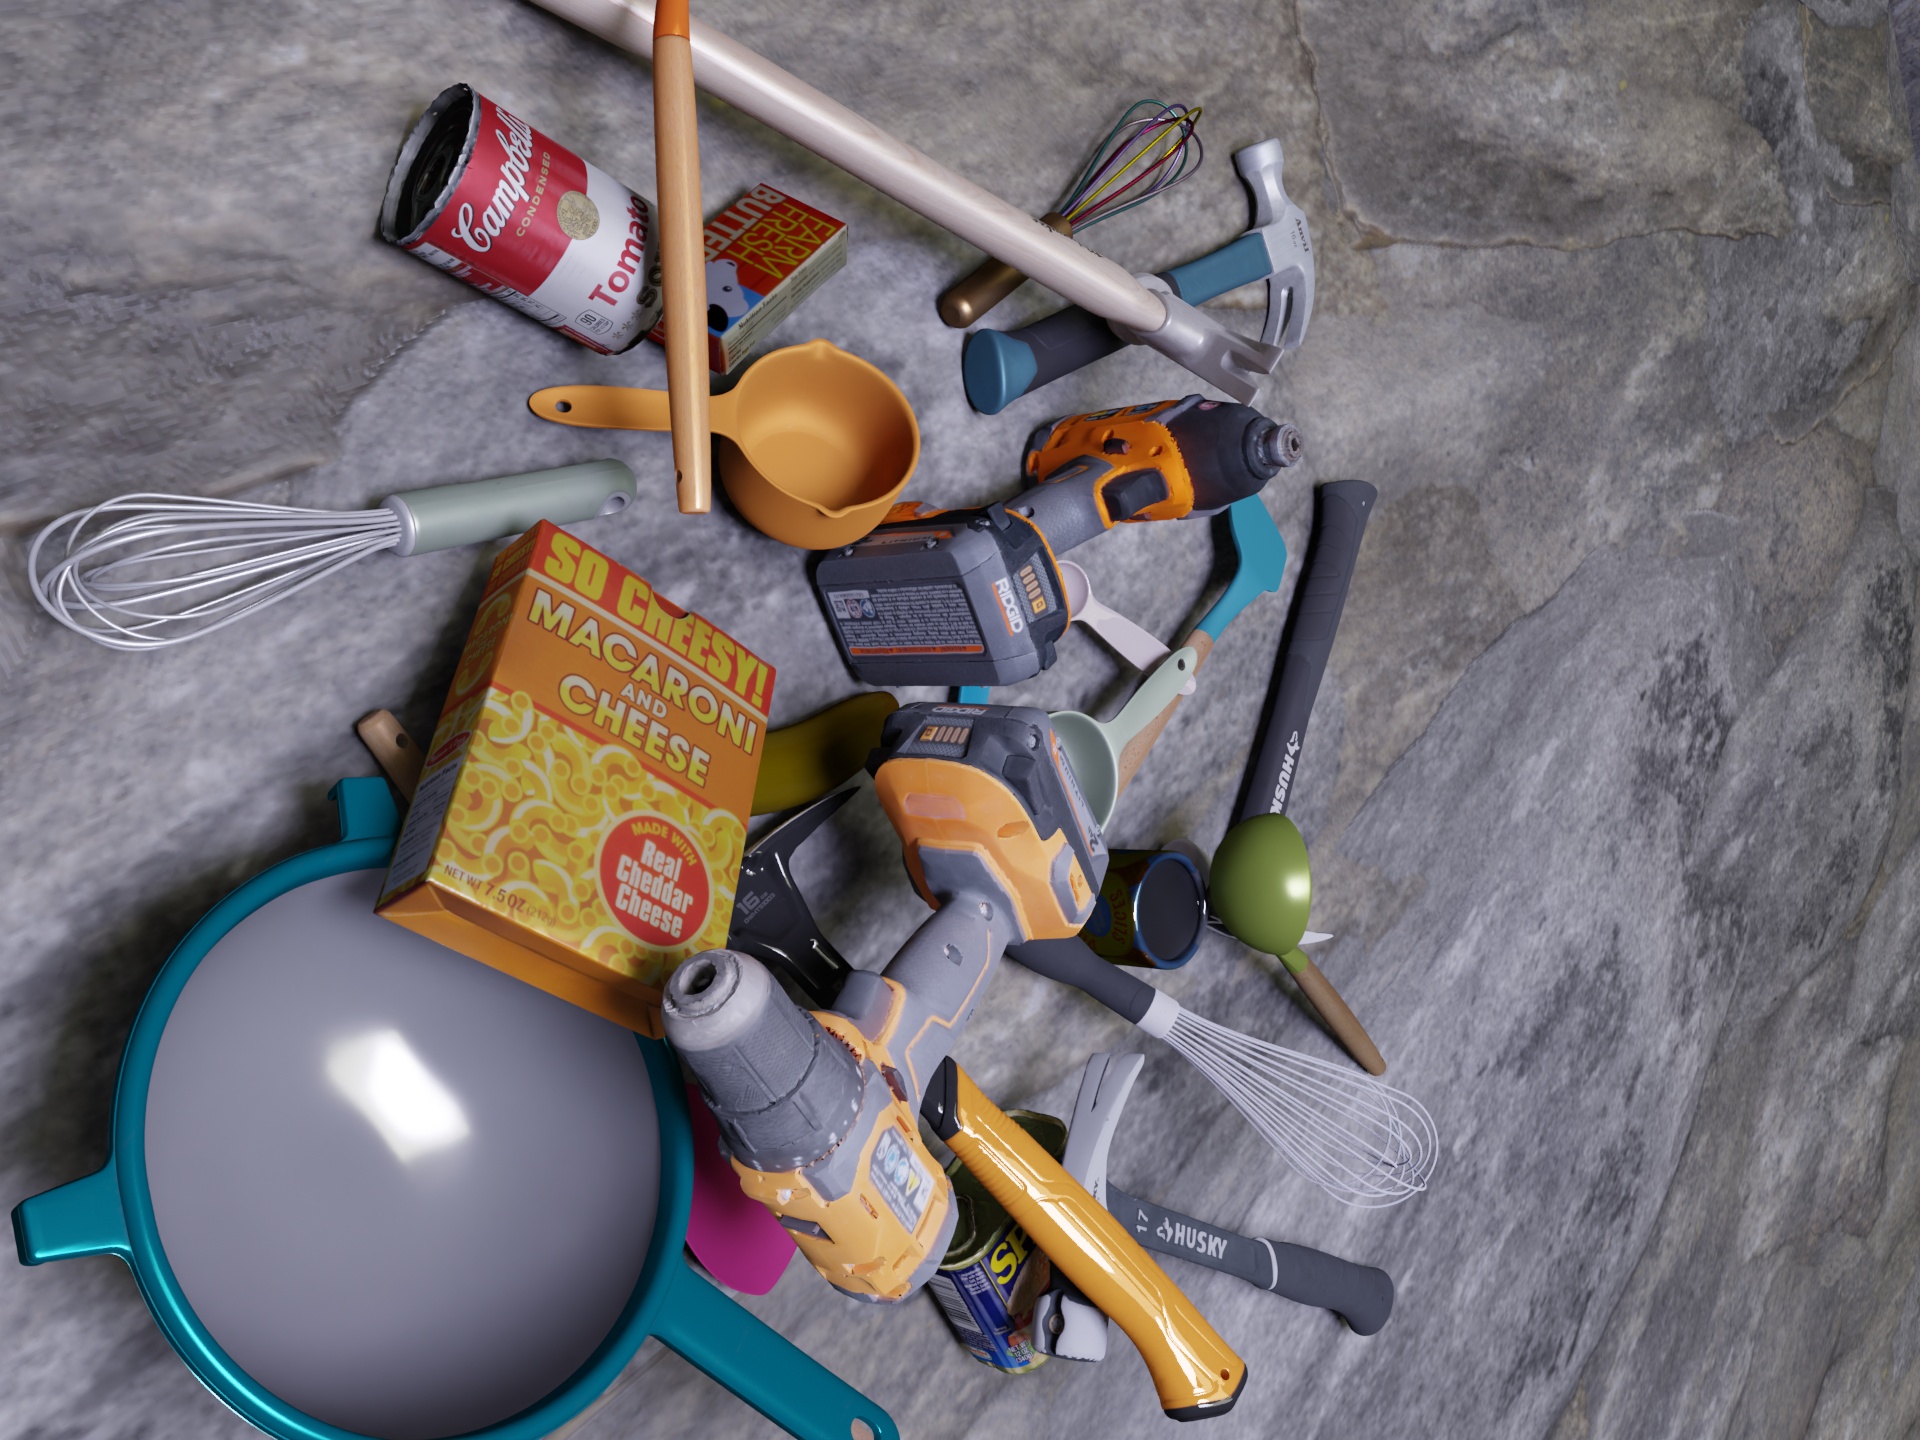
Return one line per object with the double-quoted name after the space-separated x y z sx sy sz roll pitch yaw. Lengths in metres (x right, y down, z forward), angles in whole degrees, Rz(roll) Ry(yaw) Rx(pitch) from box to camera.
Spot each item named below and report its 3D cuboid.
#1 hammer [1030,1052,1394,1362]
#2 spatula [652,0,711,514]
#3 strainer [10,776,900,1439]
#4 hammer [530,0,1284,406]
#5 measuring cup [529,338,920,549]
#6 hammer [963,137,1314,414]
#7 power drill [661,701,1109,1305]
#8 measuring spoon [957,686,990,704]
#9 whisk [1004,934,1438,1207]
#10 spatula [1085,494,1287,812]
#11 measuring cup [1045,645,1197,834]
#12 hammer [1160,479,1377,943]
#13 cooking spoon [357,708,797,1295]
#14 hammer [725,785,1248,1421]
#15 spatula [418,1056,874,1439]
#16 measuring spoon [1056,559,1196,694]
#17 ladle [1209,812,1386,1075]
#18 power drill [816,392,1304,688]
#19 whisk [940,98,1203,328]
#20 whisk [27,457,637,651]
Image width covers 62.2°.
0.164 0.304 0.914 0.408 0.036 0.149 35 57 -48 "hammer"
-0.120 -0.243 0.623 0.041 0.081 0.322 -4 92 -41 "spatula"
-0.163 0.196 0.587 0.340 0.095 0.211 46 39 -23 "strainer"
-0.028 -0.255 0.735 0.410 0.146 0.038 20 108 -31 "hammer"
-0.108 -0.124 0.722 0.173 0.052 0.095 2 66 -18 "measuring cup"
0.115 -0.252 0.948 0.331 0.033 0.128 -33 109 -40 "hammer"
-0.027 0.092 0.639 0.226 0.084 0.185 -62 141 -35 "power drill"
-0.001 -0.003 0.836 0.042 0.021 0.129 31 58 -37 "measuring spoon"
0.132 0.172 0.849 0.284 0.070 0.070 32 62 -4 "whisk"
0.126 -0.029 0.952 0.082 0.044 0.317 51 60 -29 "spatula"
0.074 0.007 0.882 0.167 0.038 0.083 -42 115 -33 "measuring cup"
0.221 -0.014 1.031 0.146 0.035 0.335 36 63 -35 "hammer"
-0.155 0.126 0.675 0.318 0.017 0.069 60 40 -23 "cooking spoon"
0.013 0.185 0.733 0.337 0.034 0.127 47 53 -2 "hammer"
-0.119 0.261 0.701 0.315 0.018 0.060 51 58 -27 "spatula"
0.087 -0.049 0.905 0.124 0.018 0.034 34 77 -25 "measuring spoon"
0.224 0.153 0.971 0.319 0.062 0.078 48 22 -47 "ladle"
0.058 -0.099 0.794 0.226 0.164 0.084 -37 115 -37 "power drill"
0.068 -0.291 0.900 0.245 0.047 0.051 -46 119 -32 "whisk"
-0.223 -0.073 0.607 0.246 0.057 0.059 -22 74 -47 "whisk"
